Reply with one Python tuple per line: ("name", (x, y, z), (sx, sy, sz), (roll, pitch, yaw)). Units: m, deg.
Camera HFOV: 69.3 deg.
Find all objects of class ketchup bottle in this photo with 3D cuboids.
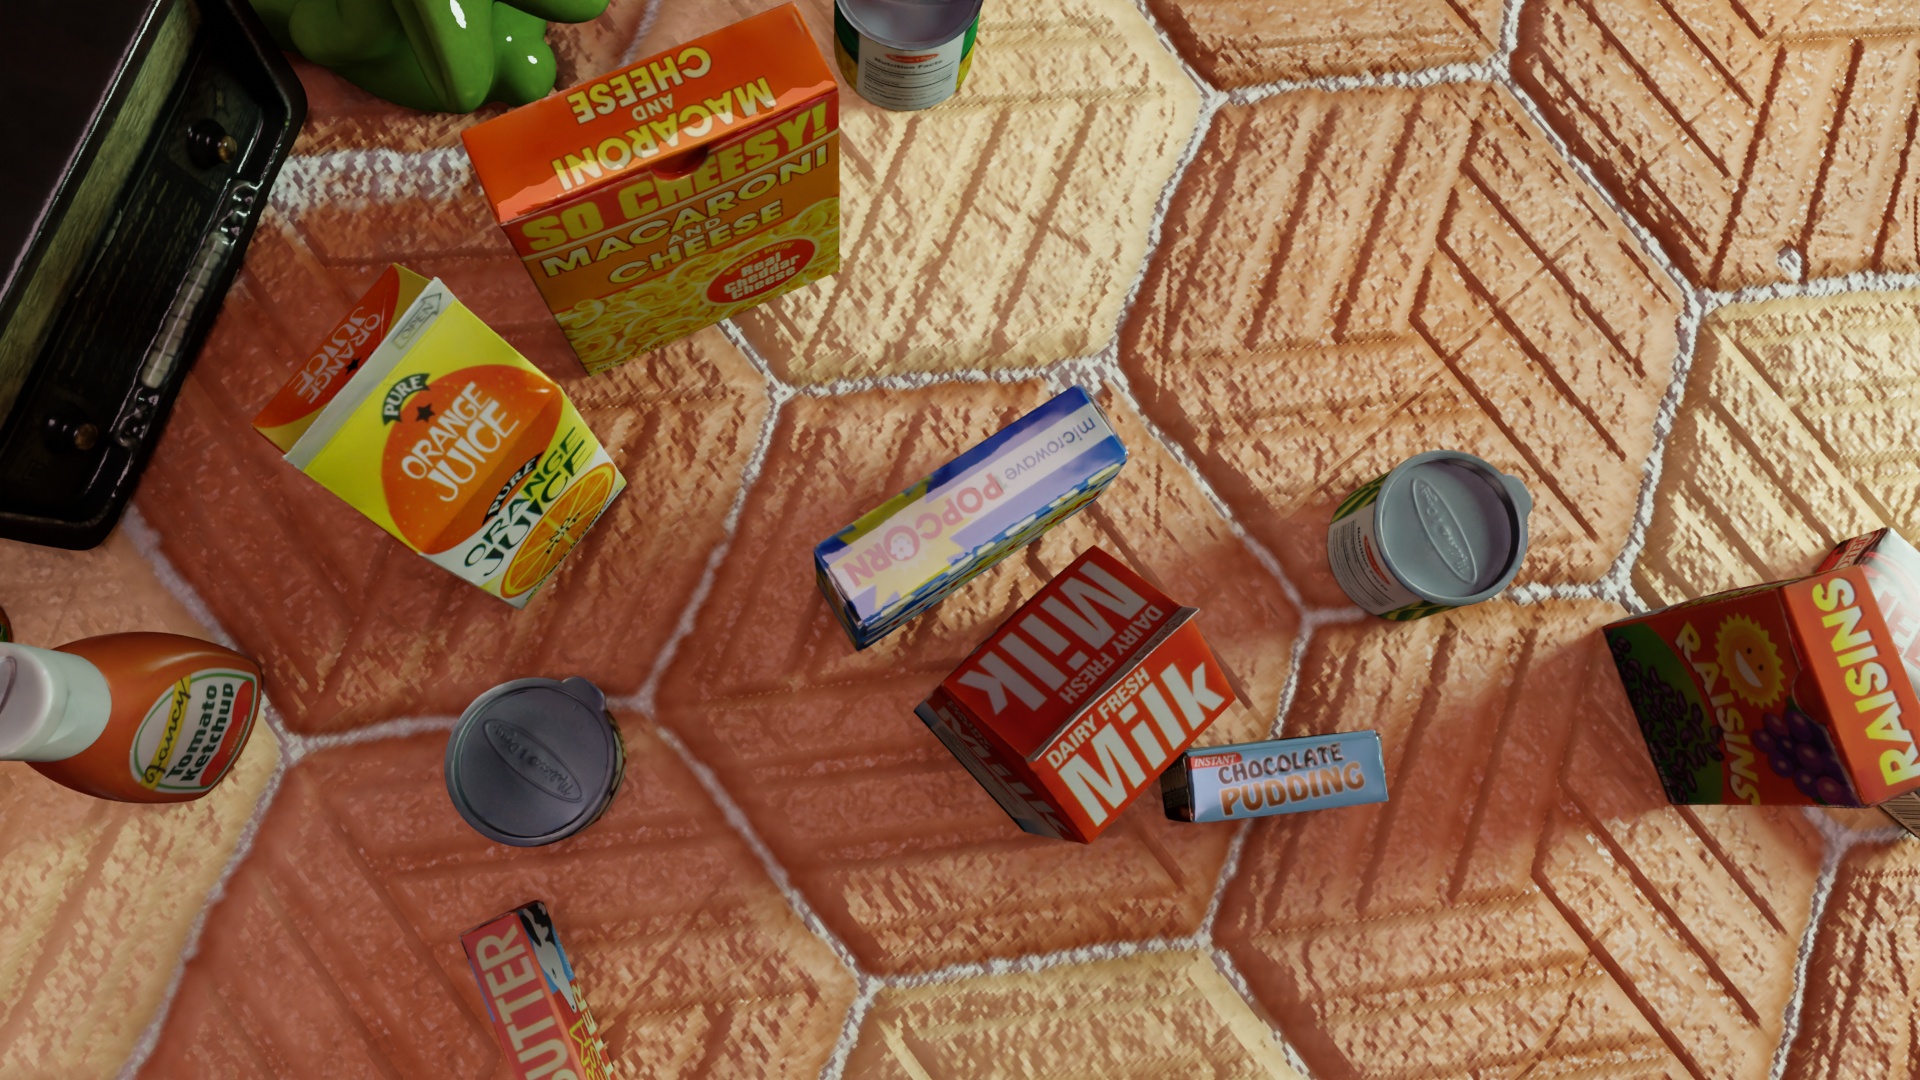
("ketchup bottle", (-0.304, 0.061, 0.495), (0.043, 0.148, 0.065), (19, 79, -2))

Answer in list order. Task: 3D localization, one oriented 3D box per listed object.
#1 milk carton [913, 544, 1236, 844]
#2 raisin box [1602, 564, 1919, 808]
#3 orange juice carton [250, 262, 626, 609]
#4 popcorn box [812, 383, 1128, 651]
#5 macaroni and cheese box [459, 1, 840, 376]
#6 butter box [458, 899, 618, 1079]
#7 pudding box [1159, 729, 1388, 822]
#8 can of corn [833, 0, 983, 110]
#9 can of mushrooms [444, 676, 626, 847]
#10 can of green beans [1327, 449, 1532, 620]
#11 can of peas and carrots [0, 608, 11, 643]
("milk carton", (0.038, 0.059, 0.506), (0.072, 0.190, 0.073), (-42, 86, -11))
("raisin box", (0.324, 0.062, 0.565), (0.040, 0.123, 0.086), (-15, 81, -8))
("orange juice carton", (-0.184, -0.035, 0.502), (0.073, 0.192, 0.072), (37, 79, 2))
("popcorn box", (0.002, -0.007, 0.568), (0.127, 0.085, 0.038), (-32, 84, -10))
("macaroni and cheese box", (-0.108, -0.127, 0.540), (0.124, 0.166, 0.040), (-25, 83, -9))
("butter box", (-0.157, 0.191, 0.533), (0.024, 0.053, 0.103), (-24, 82, -9))
("pudding box", (0.129, 0.098, 0.578), (0.084, 0.049, 0.030), (-5, 80, -6))
("can of corn", (-0.024, -0.238, 0.624), (0.071, 0.058, 0.071), (1, 80, -5))
("can of mushrooms", (-0.169, 0.088, 0.561), (0.071, 0.033, 0.071), (1, 79, -5))
("can of green beans", (0.200, -0.001, 0.599), (0.071, 0.057, 0.071), (1, 80, -5))
("can of peas and carrots", (-0.413, 0.041, 0.535), (0.071, 0.058, 0.071), (1, 80, -5))
